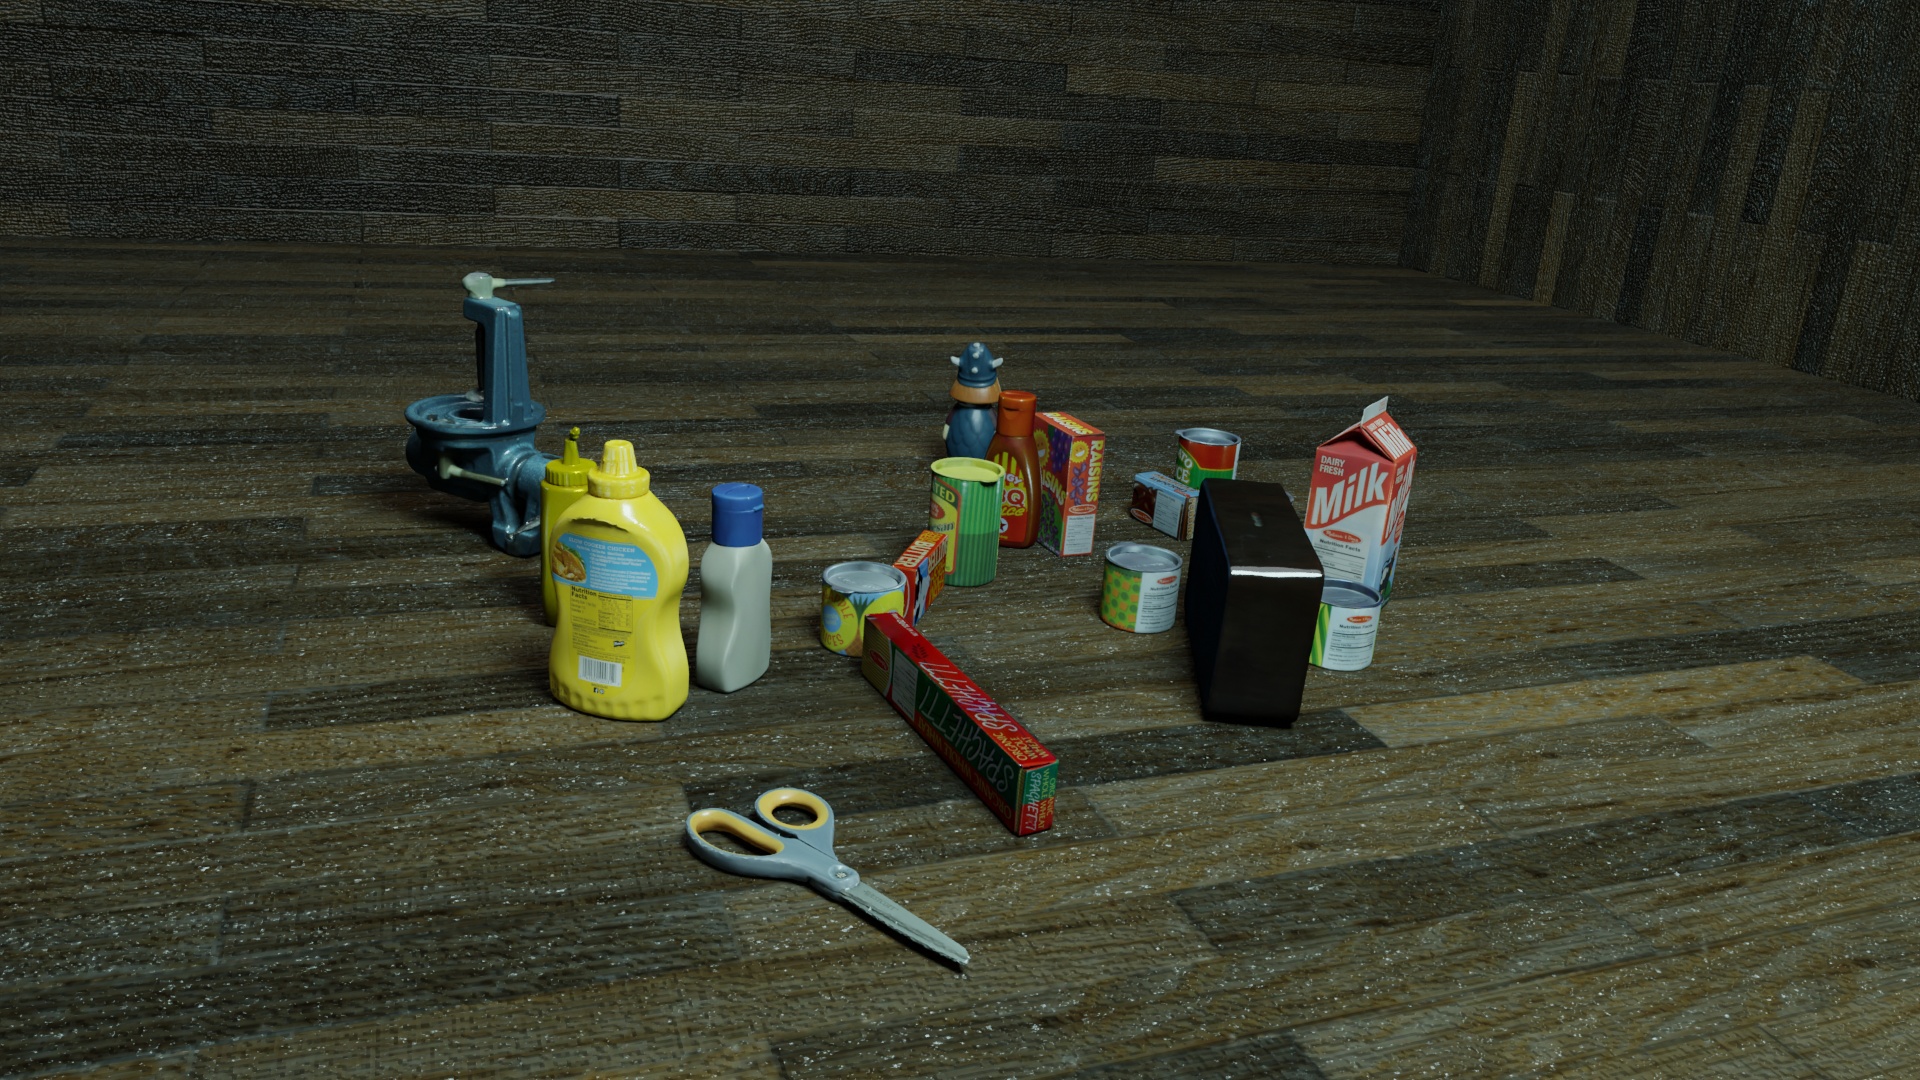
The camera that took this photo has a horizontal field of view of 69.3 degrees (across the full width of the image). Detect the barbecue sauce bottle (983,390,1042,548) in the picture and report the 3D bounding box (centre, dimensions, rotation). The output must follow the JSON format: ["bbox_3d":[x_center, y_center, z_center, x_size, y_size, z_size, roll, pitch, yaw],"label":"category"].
[{"bbox_3d":[0.049,-0.069,1.347,0.065,0.148,0.044,11,20,20],"label":"barbecue sauce bottle"}]

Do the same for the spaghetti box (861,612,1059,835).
[{"bbox_3d":[-0.007,0.118,0.952,0.029,0.050,0.250,-6,22,-27],"label":"spaghetti box"}]

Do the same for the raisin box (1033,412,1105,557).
[{"bbox_3d":[0.100,-0.056,1.357,0.040,0.123,0.086,-4,21,-24],"label":"raisin box"}]

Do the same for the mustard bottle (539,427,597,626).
[{"bbox_3d":[-0.305,-0.013,1.093,0.049,0.159,0.065,2,19,-8],"label":"mustard bottle"}]

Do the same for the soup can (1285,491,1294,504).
[{"bbox_3d":[0.273,-0.006,1.312,0.071,0.083,0.071,4,19,-1],"label":"soup can"}]

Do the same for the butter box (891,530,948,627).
[{"bbox_3d":[-0.036,0.032,1.186,0.024,0.053,0.104,9,20,12],"label":"butter box"}]

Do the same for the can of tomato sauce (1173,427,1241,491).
[{"bbox_3d":[0.263,-0.074,1.503,0.071,0.082,0.071,4,19,-1],"label":"can of tomato sauce"}]

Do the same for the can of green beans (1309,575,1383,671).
[{"bbox_3d":[0.312,0.069,1.150,0.071,0.057,0.071,4,19,-1],"label":"can of green beans"}]

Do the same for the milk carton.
[{"bbox_3d":[0.356,-0.031,1.244,0.073,0.189,0.072,15,22,28],"label":"milk carton"}]

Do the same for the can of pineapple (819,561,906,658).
[{"bbox_3d":[-0.079,0.055,1.103,0.071,0.057,0.071,4,19,-1],"label":"can of pineapple"}]

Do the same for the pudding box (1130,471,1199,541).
[{"bbox_3d":[0.214,-0.036,1.437,0.030,0.049,0.084,-8,23,-32],"label":"pudding box"}]

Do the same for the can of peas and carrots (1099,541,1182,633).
[{"bbox_3d":[0.153,0.040,1.194,0.071,0.058,0.071,4,19,-1],"label":"can of peas and carrots"}]

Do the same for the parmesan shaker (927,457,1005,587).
[{"bbox_3d":[0.004,-0.016,1.253,0.071,0.102,0.071,4,19,-1],"label":"parmesan shaker"}]

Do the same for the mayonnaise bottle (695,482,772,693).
[{"bbox_3d":[-0.164,0.033,1.011,0.041,0.147,0.065,13,21,22],"label":"mayonnaise bottle"}]
